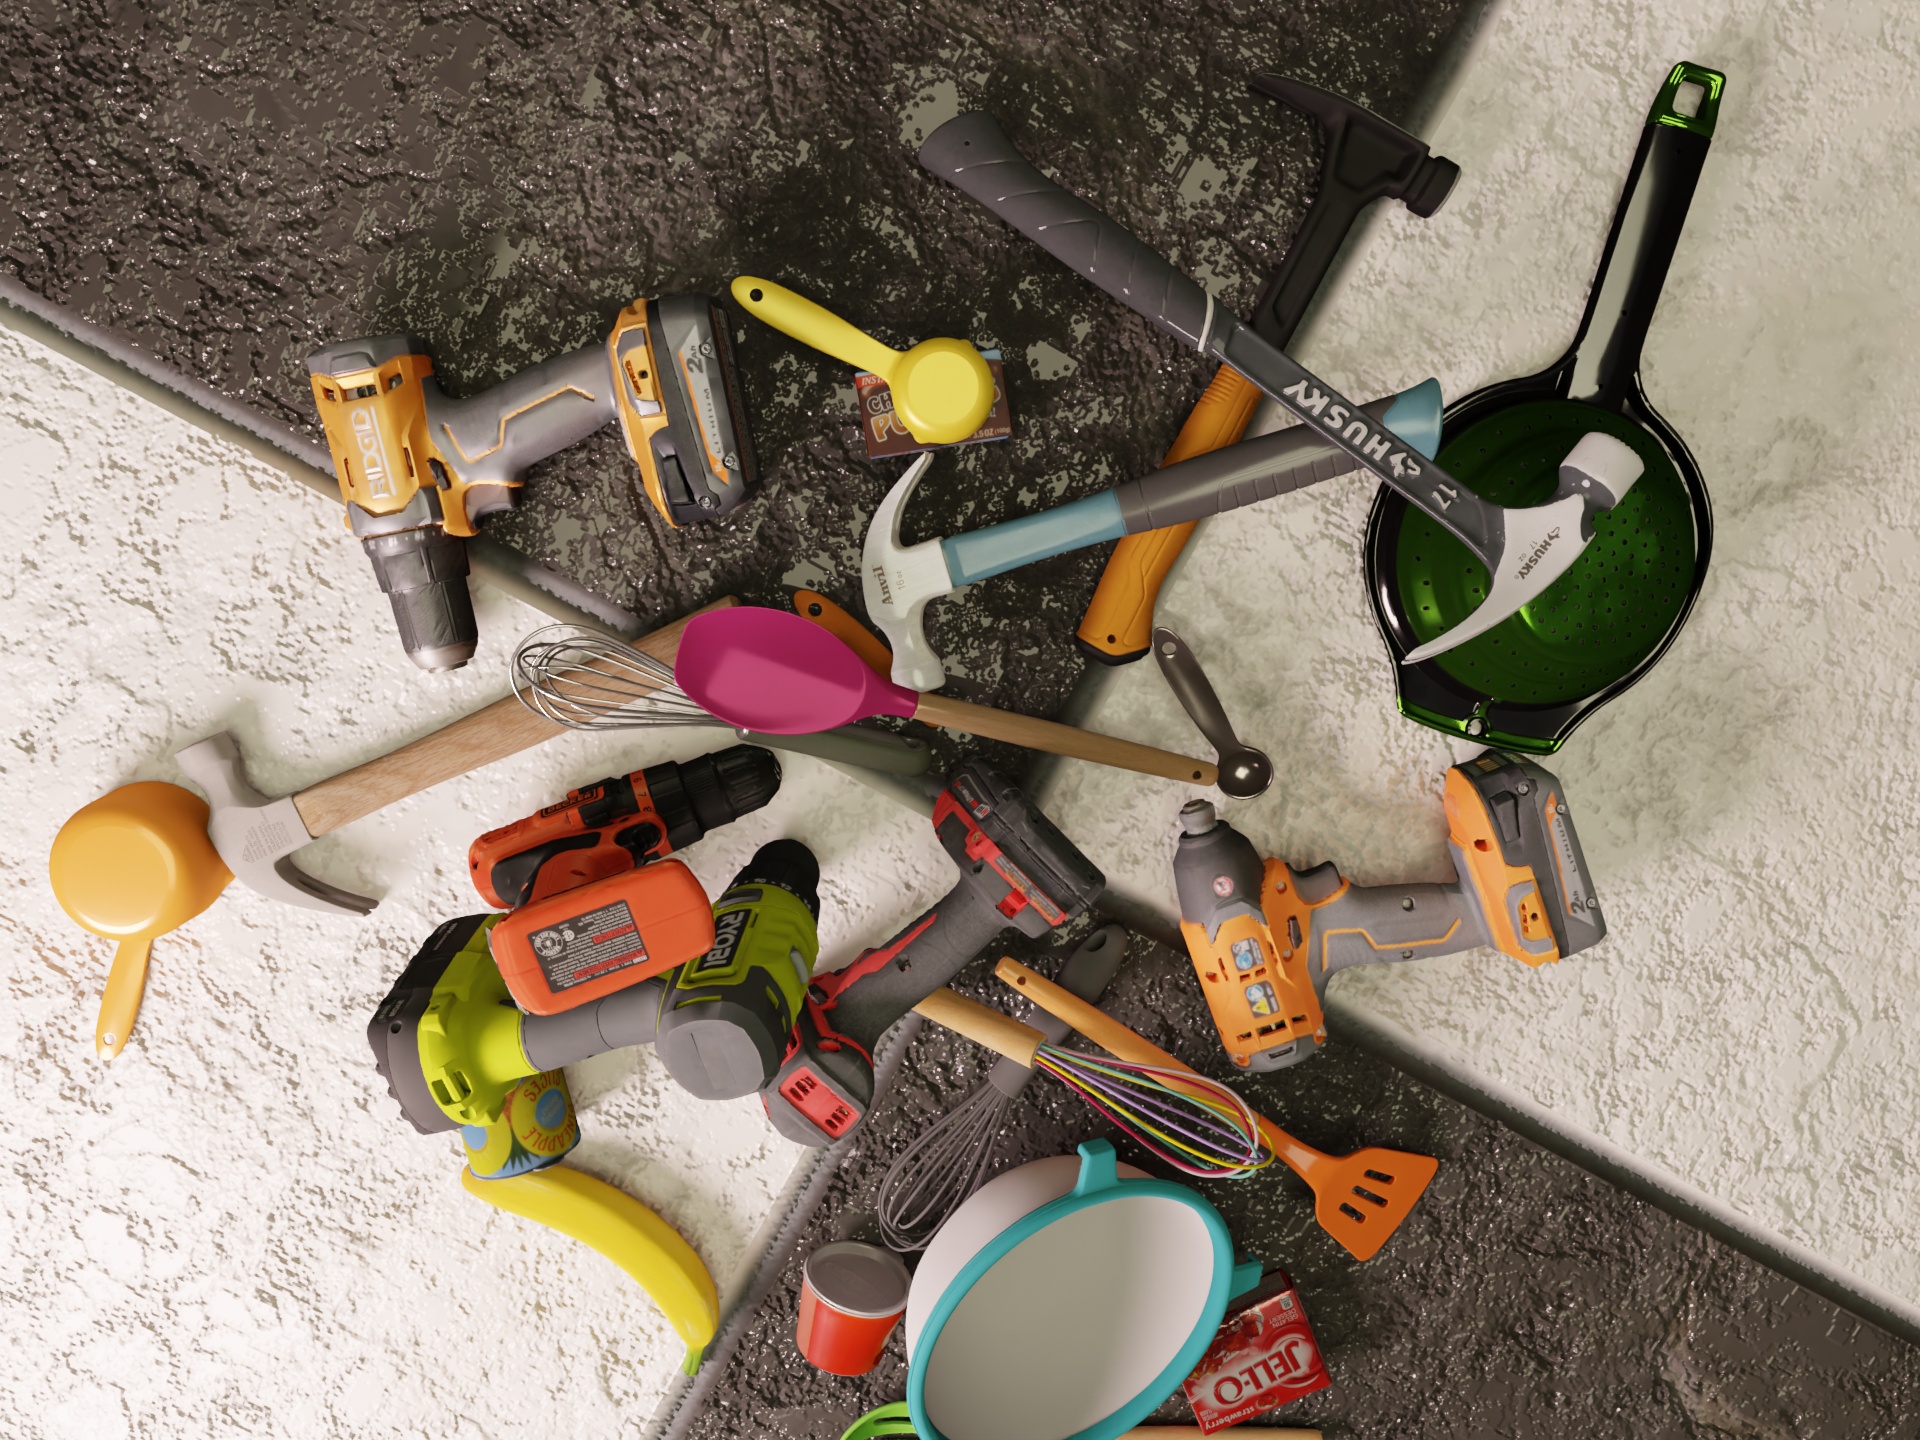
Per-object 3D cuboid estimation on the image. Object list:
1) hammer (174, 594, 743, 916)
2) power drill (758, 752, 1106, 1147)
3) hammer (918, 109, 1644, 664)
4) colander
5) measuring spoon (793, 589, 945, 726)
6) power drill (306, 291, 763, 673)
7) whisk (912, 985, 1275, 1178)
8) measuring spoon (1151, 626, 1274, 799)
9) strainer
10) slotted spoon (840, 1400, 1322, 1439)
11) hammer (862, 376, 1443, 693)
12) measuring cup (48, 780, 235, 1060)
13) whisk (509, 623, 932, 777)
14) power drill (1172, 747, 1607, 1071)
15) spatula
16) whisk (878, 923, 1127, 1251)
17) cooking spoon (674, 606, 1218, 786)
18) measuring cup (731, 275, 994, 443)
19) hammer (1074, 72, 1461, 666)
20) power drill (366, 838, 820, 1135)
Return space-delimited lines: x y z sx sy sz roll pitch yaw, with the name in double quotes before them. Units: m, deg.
"hammer" -0.273 0.011 0.917 0.331 0.031 0.130 -23 100 1
"power drill" -0.032 0.128 0.899 0.219 0.143 0.078 -45 108 -1
"hammer" 0.141 -0.193 0.835 0.409 0.036 0.149 39 91 11
"colander" 0.361 -0.169 0.882 0.204 0.094 0.397 15 99 -5
"measuring spoon" -0.051 -0.036 0.928 0.117 0.011 0.021 40 96 -8
"power drill" -0.227 -0.131 0.872 0.226 0.084 0.185 -10 100 4
"whisk" 0.066 0.199 0.917 0.245 0.047 0.051 22 143 23
"measuring spoon" 0.145 -0.006 0.930 0.034 0.018 0.124 -28 110 15
"strainer" 0.005 0.378 0.943 0.340 0.095 0.210 -45 126 1
"slotted spoon" 0.076 0.462 1.013 0.313 0.031 0.070 1 100 -5
"hammer" 0.102 -0.118 0.876 0.331 0.033 0.128 -16 96 10
"measuring cup" -0.483 0.123 0.915 0.095 0.052 0.173 16 97 -5
"whisk" -0.128 -0.004 0.891 0.246 0.058 0.059 14 112 -22
"power drill" 0.240 0.095 0.931 0.226 0.084 0.164 -20 100 5
"spatula" 0.154 0.228 0.959 0.322 0.041 0.081 34 94 -10
"whisk" 0.027 0.221 0.960 0.055 0.055 0.239 35 93 -8
"cooking spoon" -0.001 -0.003 0.892 0.318 0.017 0.068 13 102 -14
"measuring cup" -0.053 -0.201 0.859 0.156 0.029 0.062 26 96 -7
"hammer" 0.147 -0.188 0.900 0.127 0.034 0.337 26 98 -7
"power drill" -0.187 0.141 0.881 0.228 0.191 0.080 -12 115 12
